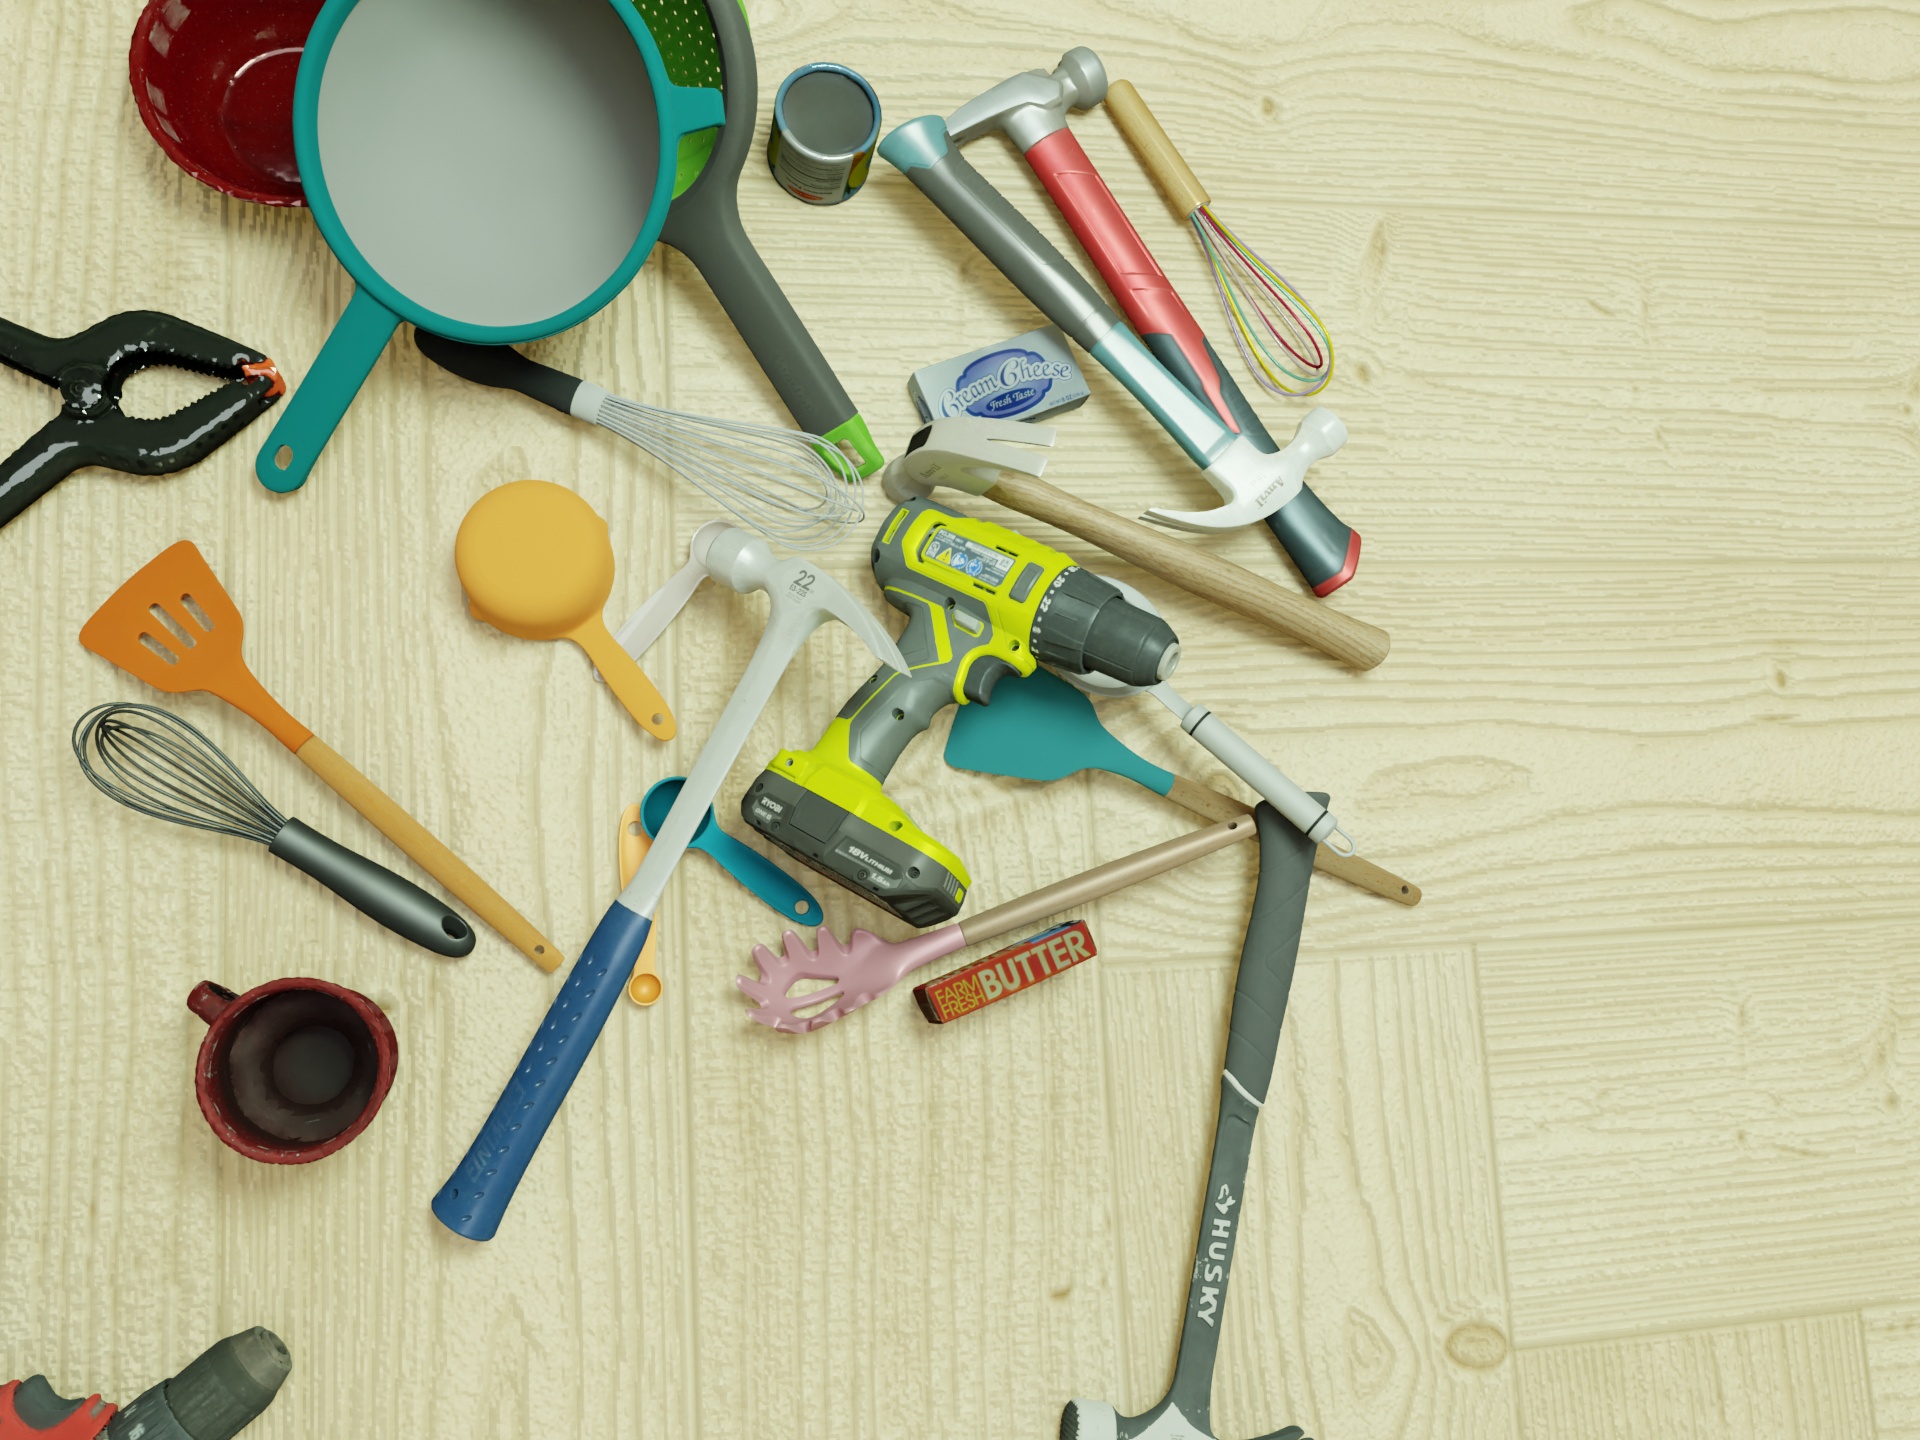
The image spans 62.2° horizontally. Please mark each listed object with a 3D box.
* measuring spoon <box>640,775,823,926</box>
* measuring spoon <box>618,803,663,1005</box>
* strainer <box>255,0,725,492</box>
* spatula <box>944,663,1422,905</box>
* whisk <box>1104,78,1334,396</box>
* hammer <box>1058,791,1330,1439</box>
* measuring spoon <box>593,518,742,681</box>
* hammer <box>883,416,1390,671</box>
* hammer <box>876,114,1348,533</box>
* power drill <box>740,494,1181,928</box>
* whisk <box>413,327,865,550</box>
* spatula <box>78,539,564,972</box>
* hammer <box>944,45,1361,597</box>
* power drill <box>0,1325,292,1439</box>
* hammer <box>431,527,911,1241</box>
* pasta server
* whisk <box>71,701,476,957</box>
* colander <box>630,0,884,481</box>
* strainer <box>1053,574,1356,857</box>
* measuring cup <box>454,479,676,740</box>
[{"bbox_3d":[-0.133,0.080,0.933,0.128,0.021,0.042,39,82,-13],"label":"measuring spoon"},{"bbox_3d":[-0.185,0.106,0.920,0.021,0.011,0.117,-4,79,-12],"label":"measuring spoon"},{"bbox_3d":[-0.283,-0.267,0.888,0.211,0.095,0.340,39,107,-2],"label":"strainer"},{"bbox_3d":[0.148,0.049,0.989,0.317,0.044,0.082,25,77,-12],"label":"spatula"},{"bbox_3d":[0.170,-0.317,1.037,0.051,0.047,0.245,-32,86,-13],"label":"whisk"},{"bbox_3d":[0.169,0.240,0.944,0.149,0.036,0.409,13,83,-11],"label":"hammer"},{"bbox_3d":[-0.173,-0.069,0.947,0.034,0.018,0.124,41,83,8],"label":"measuring spoon"},{"bbox_3d":[0.121,-0.103,0.970,0.331,0.130,0.031,22,76,-16],"label":"hammer"},{"bbox_3d":[0.080,-0.246,0.977,0.331,0.033,0.128,45,84,-2],"label":"hammer"},{"bbox_3d":[-0.001,-0.003,0.908,0.191,0.080,0.228,26,78,23],"label":"power drill"},{"bbox_3d":[-0.188,-0.175,0.936,0.284,0.070,0.070,22,78,-2],"label":"whisk"},{"bbox_3d":[-0.347,0.030,0.891,0.322,0.041,0.081,43,76,-7],"label":"spatula"},{"bbox_3d":[0.124,-0.238,1.018,0.143,0.038,0.386,-33,89,-13],"label":"hammer"},{"bbox_3d":[-0.473,0.319,0.796,0.188,0.080,0.226,-40,94,-14],"label":"power drill"},{"bbox_3d":[-0.169,0.096,0.866,0.144,0.035,0.405,27,87,31],"label":"hammer"},{"bbox_3d":[0.026,0.112,0.926,0.316,0.040,0.060,-20,57,-6],"label":"pasta server"},{"bbox_3d":[-0.371,0.064,0.869,0.239,0.055,0.055,33,77,-9],"label":"whisk"},{"bbox_3d":[-0.147,-0.328,0.947,0.397,0.204,0.094,57,40,-15],"label":"colander"},{"bbox_3d":[0.134,-0.004,0.957,0.258,0.050,0.087,42,59,15],"label":"strainer"},{"bbox_3d":[-0.218,-0.061,0.907,0.095,0.052,0.173,-38,84,-12],"label":"measuring cup"}]
